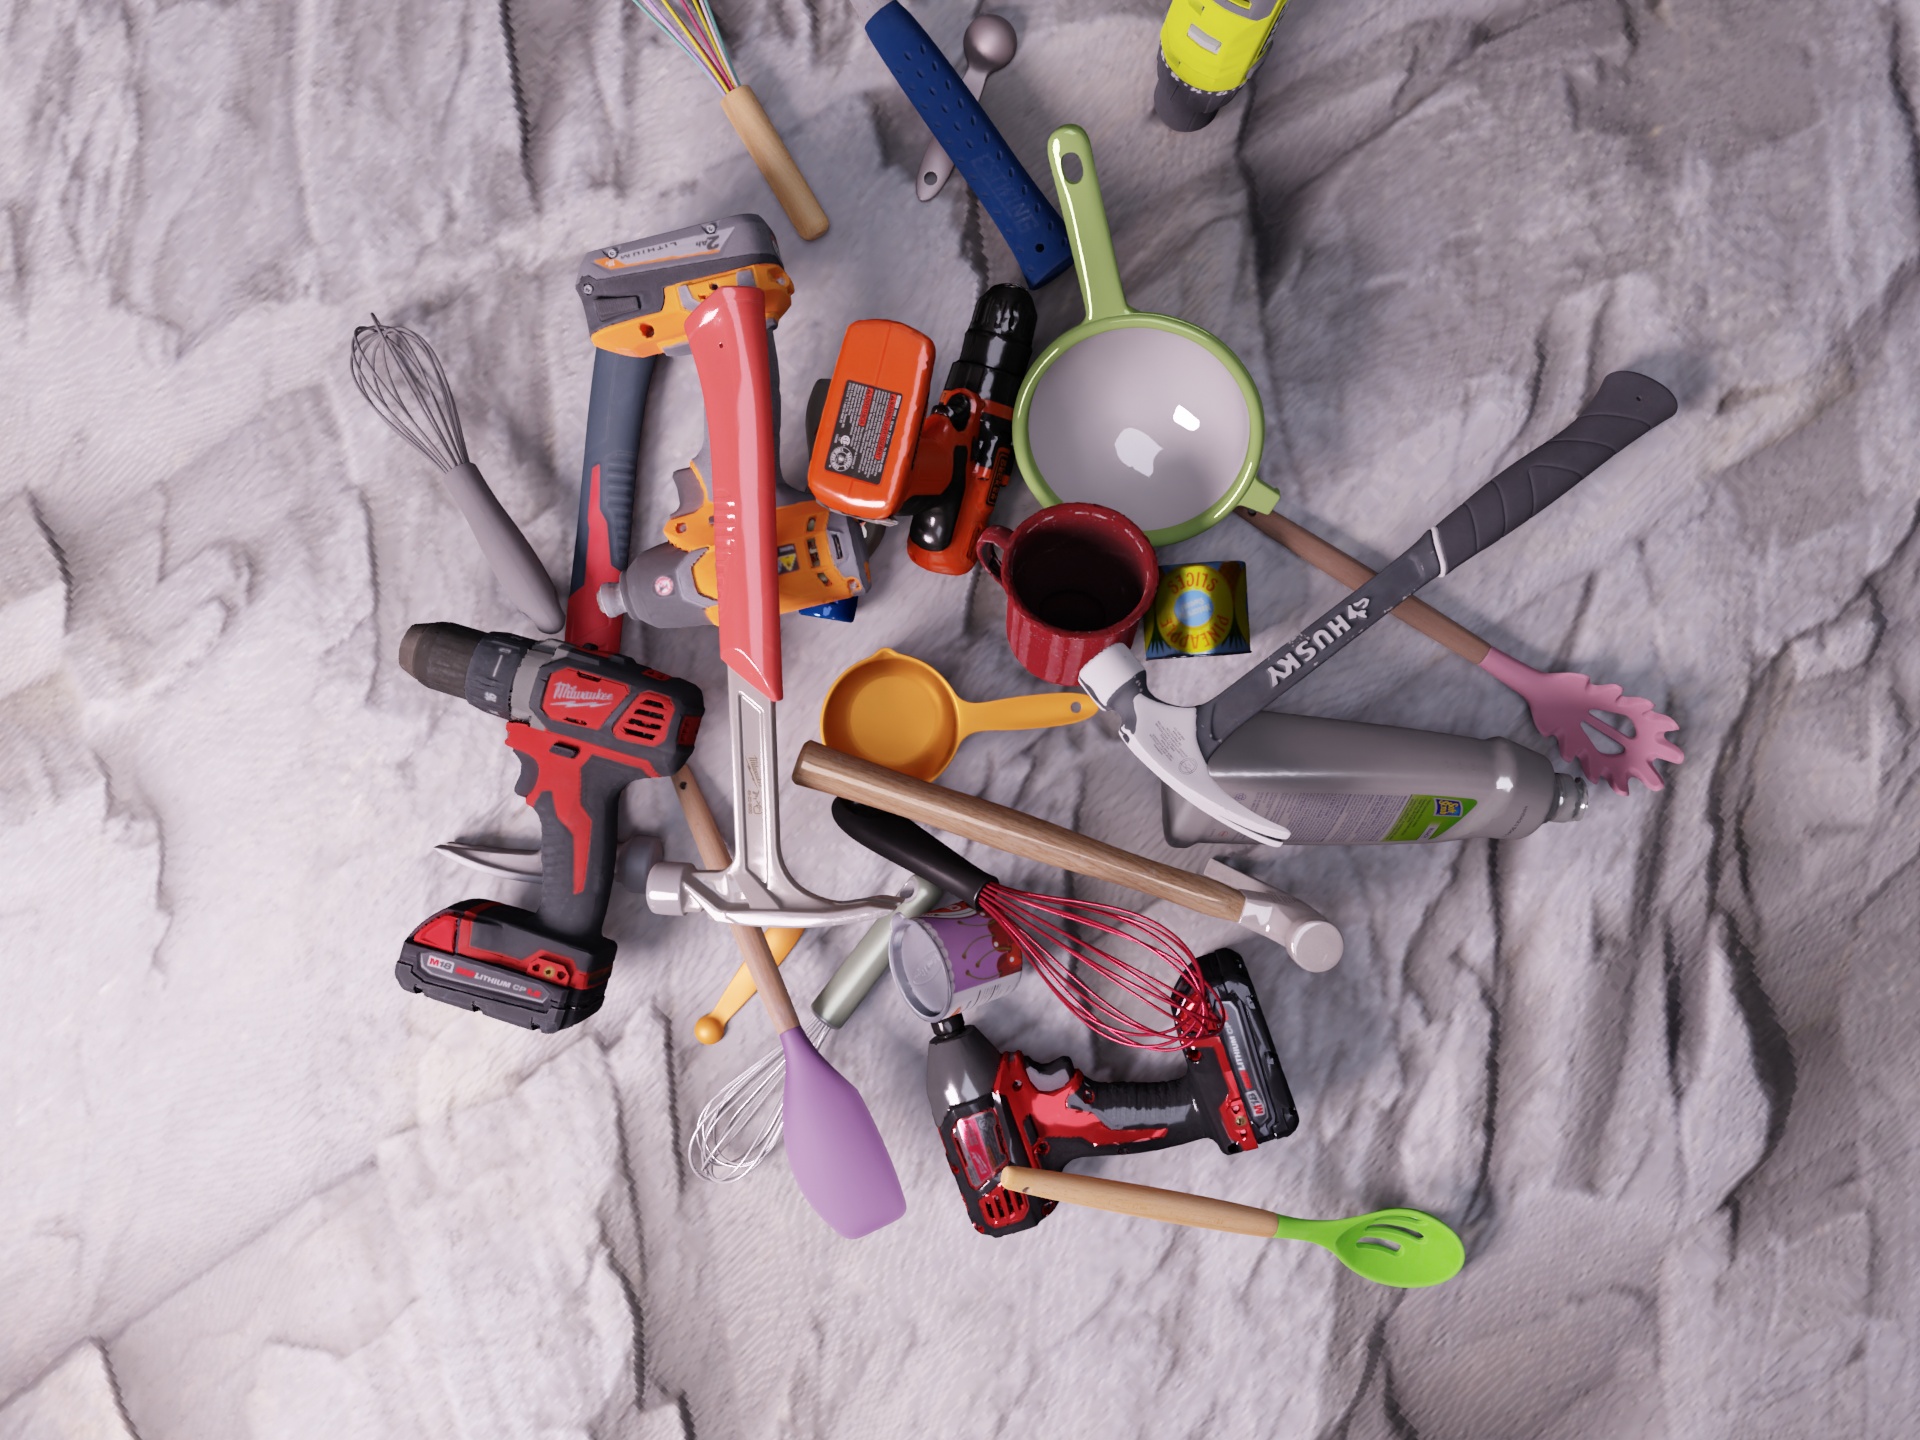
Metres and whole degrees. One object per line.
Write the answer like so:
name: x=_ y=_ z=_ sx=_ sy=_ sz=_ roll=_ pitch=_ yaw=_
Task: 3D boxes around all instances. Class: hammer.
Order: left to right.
hammer: x=-0.246 y=-0.088 z=1.015 sx=0.143 sy=0.038 sz=0.386 roll=6 pitch=93 yaw=3
hammer: x=-0.111 y=-0.061 z=0.900 sx=0.149 sy=0.037 sz=0.359 roll=0 pitch=97 yaw=11
hammer: x=-0.051 y=-0.447 z=0.978 sx=0.144 sy=0.035 sz=0.405 roll=-35 pitch=91 yaw=13
hammer: x=0.060 y=0.076 z=0.957 sx=0.331 sy=0.130 sz=0.031 roll=19 pitch=94 yaw=-3
hammer: x=0.273 y=-0.086 z=0.945 sx=0.409 sy=0.036 sz=0.149 roll=-36 pitch=77 yaw=-12

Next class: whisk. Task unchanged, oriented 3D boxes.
whisk: x=-0.311 y=-0.154 z=0.990 sx=0.055 sy=0.055 sz=0.239 roll=-34 pitch=82 yaw=3
whisk: x=-0.156 y=-0.410 z=0.994 sx=0.051 sy=0.047 sz=0.245 roll=-31 pitch=95 yaw=2
whisk: x=-0.091 y=0.198 z=1.024 sx=0.059 sy=0.058 sz=0.246 roll=37 pitch=91 yaw=-35
whisk: x=0.031 y=0.113 z=0.951 sx=0.296 sy=0.073 sz=0.073 roll=28 pitch=94 yaw=31

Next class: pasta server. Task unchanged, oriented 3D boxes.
pasta server: x=0.306 y=-0.055 z=0.997 sx=0.316 sy=0.040 sz=0.060 roll=32 pitch=105 yaw=1

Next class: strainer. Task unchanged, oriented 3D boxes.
strainer: x=0.096 y=-0.230 z=0.950 sx=0.151 sy=0.069 sz=0.256 roll=-9 pitch=119 yaw=17

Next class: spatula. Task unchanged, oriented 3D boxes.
spatula: x=-0.120 y=0.172 z=1.000 sx=0.060 sy=0.018 sz=0.316 roll=-25 pitch=79 yaw=1

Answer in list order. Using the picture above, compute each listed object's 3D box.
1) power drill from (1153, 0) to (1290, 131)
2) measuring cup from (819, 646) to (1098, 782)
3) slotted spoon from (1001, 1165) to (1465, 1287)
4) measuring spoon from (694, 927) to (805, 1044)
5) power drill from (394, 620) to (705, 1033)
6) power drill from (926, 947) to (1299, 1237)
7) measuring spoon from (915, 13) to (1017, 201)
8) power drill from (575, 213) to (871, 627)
power drill: x=0.192 y=-0.463 z=0.923 sx=0.080 sy=0.190 sz=0.228 roll=34 pitch=79 yaw=0
measuring cup: x=-0.002 y=-0.003 z=1.005 sx=0.173 sy=0.052 sz=0.095 roll=-5 pitch=94 yaw=-3
slotted spoon: x=0.171 y=0.305 z=0.981 sx=0.313 sy=0.031 sz=0.070 roll=15 pitch=123 yaw=-17
measuring spoon: x=-0.135 y=0.165 z=1.036 sx=0.021 sy=0.011 sz=0.117 roll=38 pitch=94 yaw=0
power drill: x=-0.272 y=0.057 z=0.969 sx=0.188 sy=0.080 sz=0.227 roll=16 pitch=91 yaw=4
power drill: x=0.088 y=0.226 z=1.002 sx=0.219 sy=0.078 sz=0.143 roll=-20 pitch=92 yaw=6
measuring spoon: x=0.000 y=-0.386 z=1.000 sx=0.034 sy=0.018 sz=0.124 roll=24 pitch=94 yaw=1
power drill: x=-0.156 y=-0.168 z=0.949 sx=0.164 sy=0.084 sz=0.226 roll=-14 pitch=94 yaw=2
